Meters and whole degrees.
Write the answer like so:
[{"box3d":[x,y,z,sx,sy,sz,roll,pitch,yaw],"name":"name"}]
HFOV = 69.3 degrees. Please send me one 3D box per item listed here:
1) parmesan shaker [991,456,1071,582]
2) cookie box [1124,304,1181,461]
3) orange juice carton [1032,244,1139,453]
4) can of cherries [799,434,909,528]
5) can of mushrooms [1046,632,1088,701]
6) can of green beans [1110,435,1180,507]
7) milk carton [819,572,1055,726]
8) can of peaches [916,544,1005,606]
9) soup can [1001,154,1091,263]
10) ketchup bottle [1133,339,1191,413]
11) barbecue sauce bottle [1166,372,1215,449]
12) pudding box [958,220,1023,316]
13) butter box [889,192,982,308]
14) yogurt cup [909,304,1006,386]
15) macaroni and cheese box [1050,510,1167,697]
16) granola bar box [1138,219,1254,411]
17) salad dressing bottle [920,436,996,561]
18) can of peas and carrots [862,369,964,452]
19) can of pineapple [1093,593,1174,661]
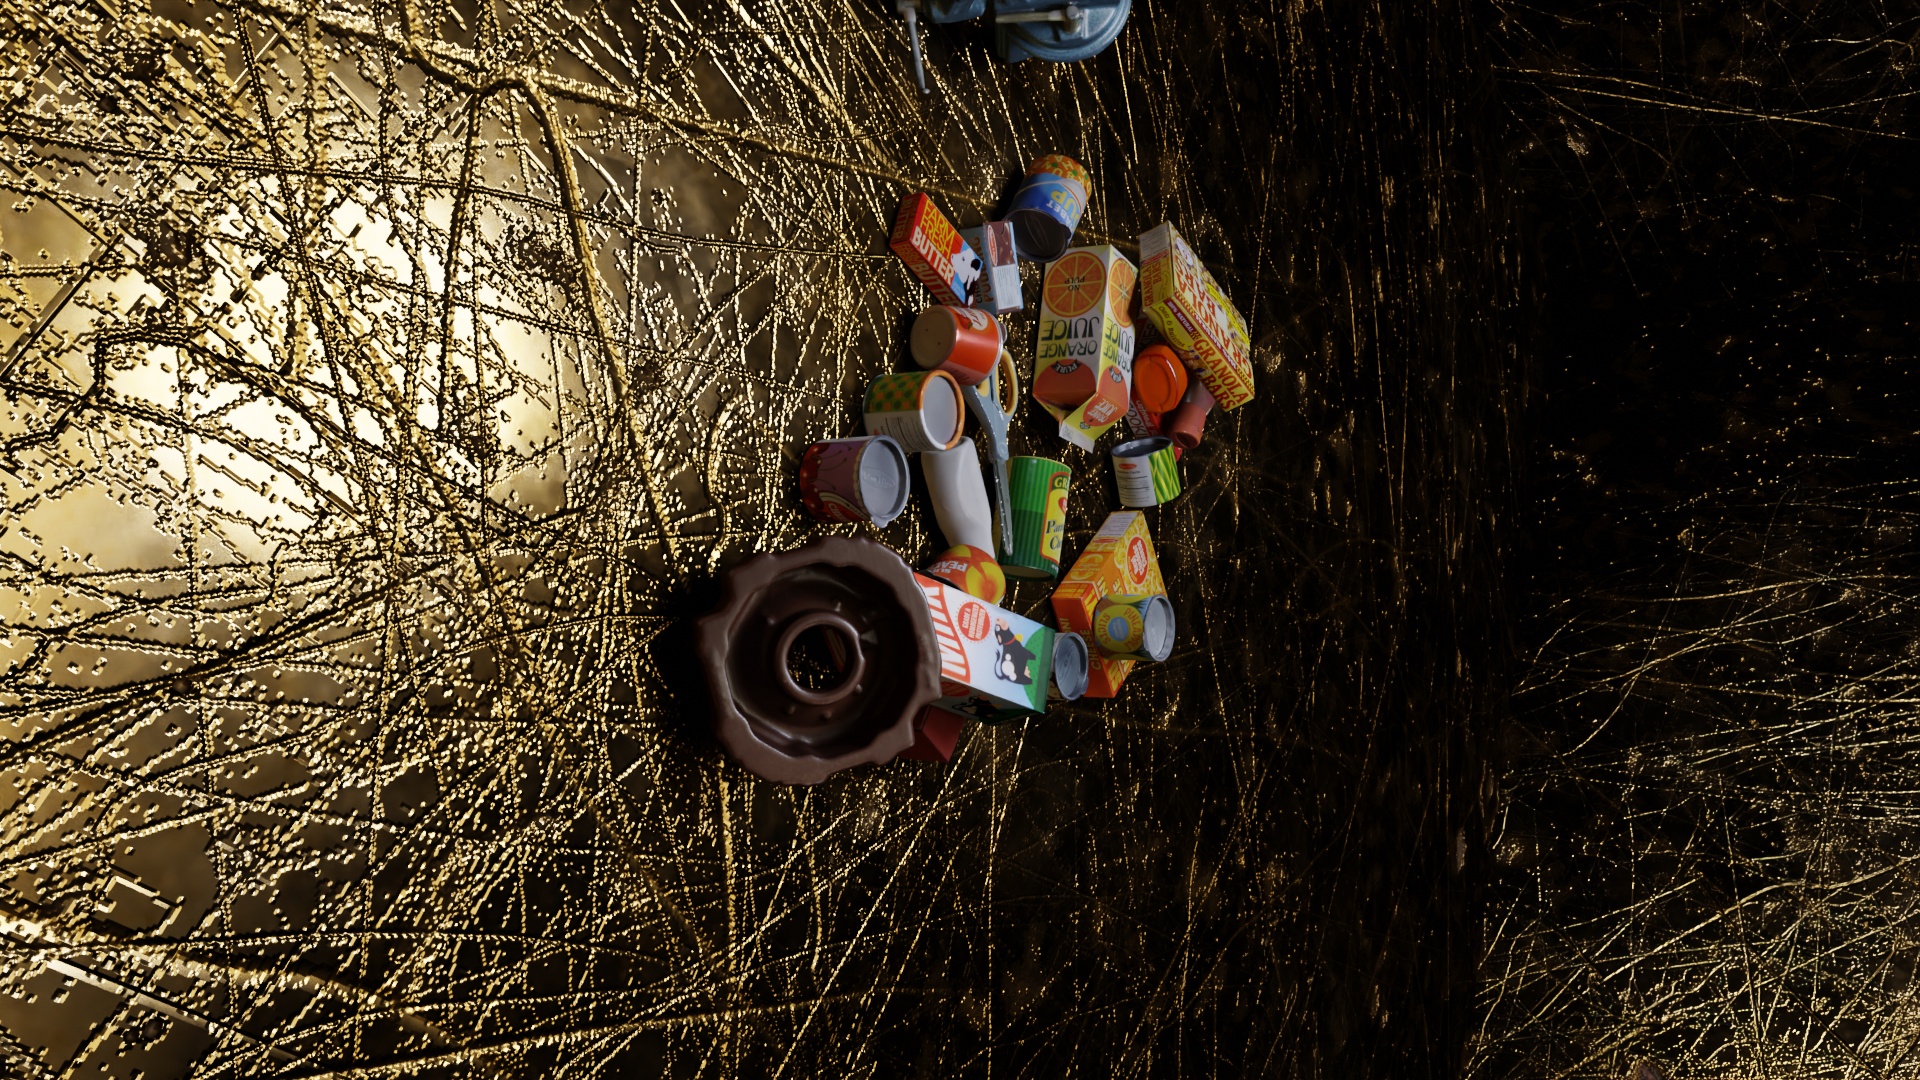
[{"box3d":[0.063,-0.018,1.277,0.071,0.071,0.103,27,67,-53],"name":"parmesan shaker"},{"box3d":[0.229,-0.189,1.556,0.122,0.040,0.168,56,46,-39],"name":"cookie box"},{"box3d":[0.123,-0.186,1.366,0.072,0.073,0.193,23,70,-56],"name":"orange juice carton"},{"box3d":[-0.082,-0.044,1.065,0.071,0.058,0.071,3,87,-58],"name":"can of cherries"},{"box3d":[0.096,0.124,1.348,0.071,0.033,0.071,5,84,-57],"name":"can of mushrooms"},{"box3d":[0.198,-0.073,1.481,0.071,0.071,0.057,-37,119,-51],"name":"can of green beans"},{"box3d":[-0.025,0.079,1.074,0.190,0.072,0.074,23,62,-28],"name":"milk carton"},{"box3d":[-0.004,0.042,1.172,0.058,0.071,0.071,-44,124,-48],"name":"can of peaches"},{"box3d":[0.084,-0.315,1.316,0.071,0.071,0.084,56,45,-39],"name":"soup can"},{"box3d":[0.214,-0.179,1.433,0.149,0.043,0.064,-48,126,-63],"name":"ketchup bottle"},{"box3d":[0.258,-0.171,1.523,0.064,0.043,0.149,45,52,-45],"name":"barbecue sauce bottle"},{"box3d":[0.029,-0.247,1.267,0.050,0.030,0.083,-24,108,-53],"name":"pudding box"},{"box3d":[-0.020,-0.248,1.197,0.103,0.024,0.053,41,55,-48],"name":"butter box"},{"box3d":[-0.006,-0.168,1.182,0.054,0.072,0.072,8,82,-48],"name":"yogurt cup"},{"box3d":[0.157,0.064,1.437,0.167,0.040,0.123,-49,128,-46],"name":"macaroni and cheese box"},{"box3d":[0.243,-0.230,1.426,0.165,0.039,0.125,42,36,-35],"name":"granola bar box"},{"box3d":[0.004,-0.015,1.207,0.064,0.044,0.147,-53,133,-60],"name":"salad dressing bottle"},{"box3d":[-0.037,-0.107,1.135,0.071,0.058,0.071,2,87,-57],"name":"can of peas and carrots"},{"box3d":[0.170,0.085,1.364,0.071,0.058,0.071,4,85,-56],"name":"can of pineapple"}]
